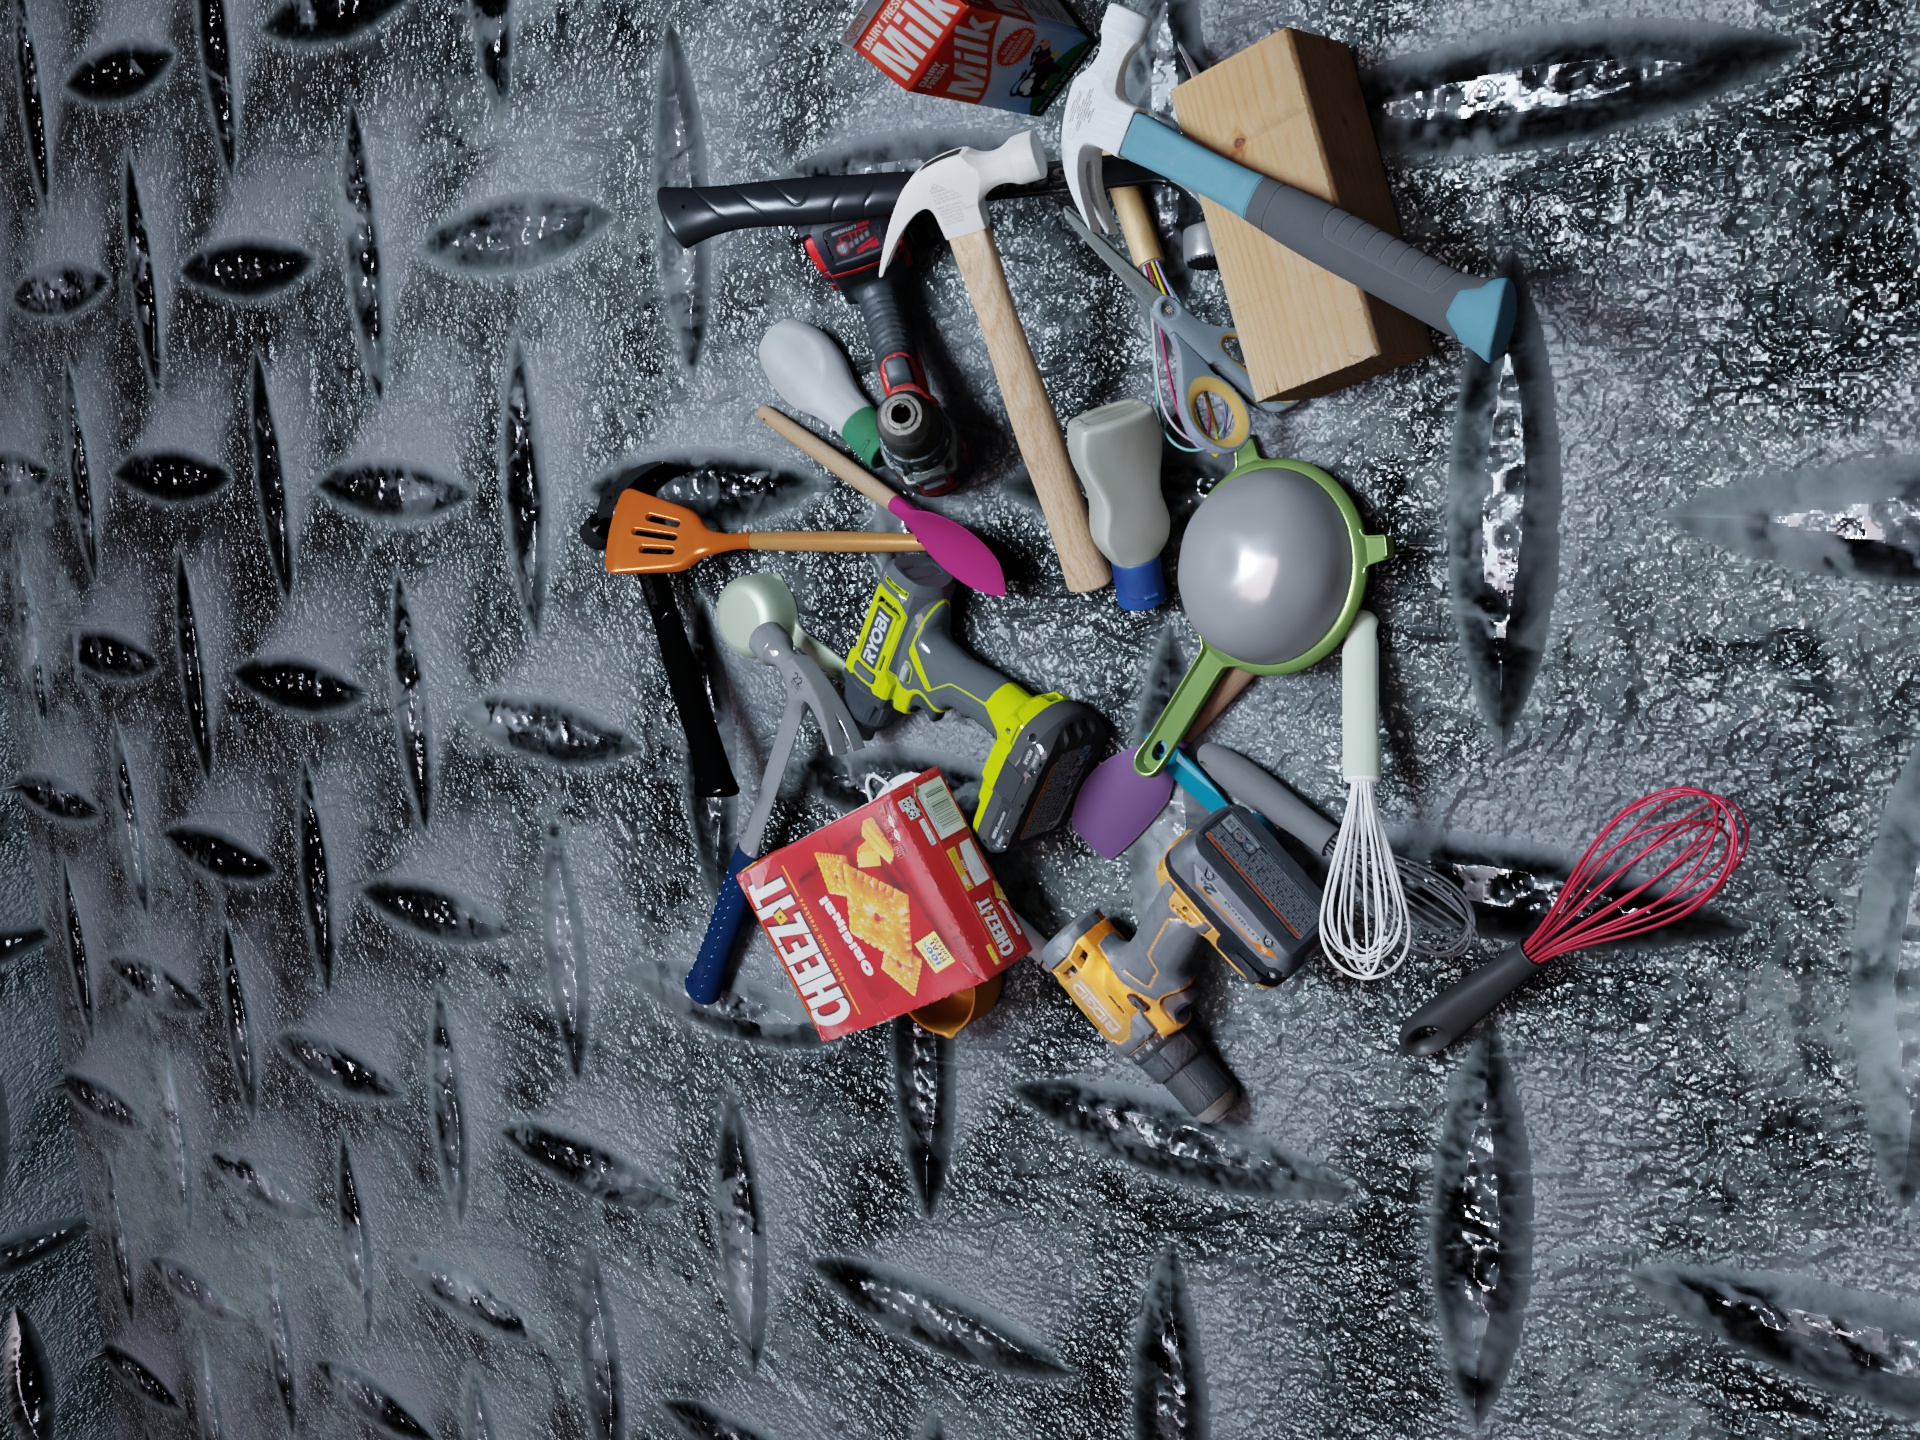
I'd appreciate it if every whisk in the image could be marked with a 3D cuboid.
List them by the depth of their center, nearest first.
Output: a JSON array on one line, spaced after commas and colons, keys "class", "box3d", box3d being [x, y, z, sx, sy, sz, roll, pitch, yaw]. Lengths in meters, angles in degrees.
[{"class": "whisk", "box3d": [0.378, 0.137, 1.013, 0.073, 0.073, 0.295, 52, 132, 17]}, {"class": "whisk", "box3d": [0.267, 0.047, 1.051, 0.059, 0.057, 0.246, 2, 80, 3]}, {"class": "whisk", "box3d": [0.257, 0.085, 1.104, 0.239, 0.055, 0.055, 38, 121, 30]}, {"class": "whisk", "box3d": [0.139, -0.298, 1.116, 0.051, 0.047, 0.245, -21, 82, 28]}]

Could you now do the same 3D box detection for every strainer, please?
[{"class": "strainer", "box3d": [0.172, -0.063, 1.101, 0.152, 0.069, 0.256, 46, 120, 34]}, {"class": "strainer", "box3d": [0.000, 0.129, 1.325, 0.259, 0.050, 0.087, 41, 108, 21]}]

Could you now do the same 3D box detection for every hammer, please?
[{"class": "hammer", "box3d": [0.190, -0.309, 0.957, 0.331, 0.033, 0.128, 39, 121, 27]}, {"class": "hammer", "box3d": [-0.017, -0.375, 1.109, 0.409, 0.036, 0.149, -1, 88, 11]}, {"class": "hammer", "box3d": [0.041, -0.235, 1.121, 0.130, 0.031, 0.331, -9, 121, 22]}, {"class": "hammer", "box3d": [-0.186, 0.113, 1.441, 0.144, 0.035, 0.405, 47, 131, 32]}, {"class": "hammer", "box3d": [-0.259, -0.080, 1.443, 0.146, 0.035, 0.335, -37, 64, 36]}]

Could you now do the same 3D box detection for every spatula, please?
[{"class": "spatula", "box3d": [0.177, -0.008, 1.162, 0.060, 0.018, 0.315, 45, 125, 8]}, {"class": "spatula", "box3d": [-0.163, -0.156, 1.361, 0.323, 0.041, 0.081, 4, 77, 28]}]

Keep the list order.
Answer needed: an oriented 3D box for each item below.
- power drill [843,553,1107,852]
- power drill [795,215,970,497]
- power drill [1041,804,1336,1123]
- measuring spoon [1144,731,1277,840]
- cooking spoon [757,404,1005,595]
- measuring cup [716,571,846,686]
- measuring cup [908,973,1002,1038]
[{"class": "power drill", "box3d": [-0.002, -0.004, 1.273, 0.223, 0.080, 0.171, 42, 128, 28]}, {"class": "power drill", "box3d": [-0.054, -0.283, 1.186, 0.080, 0.188, 0.227, -18, 86, 6]}, {"class": "power drill", "box3d": [0.175, 0.186, 1.160, 0.185, 0.084, 0.226, 49, 137, 10]}, {"class": "measuring spoon", "box3d": [0.178, 0.058, 1.163, 0.129, 0.021, 0.042, 46, 127, 10]}, {"class": "cooking spoon", "box3d": [-0.069, -0.189, 1.296, 0.319, 0.017, 0.068, 38, 156, 34]}, {"class": "measuring cup", "box3d": [-0.153, -0.070, 1.400, 0.168, 0.038, 0.083, 37, 120, 29]}, {"class": "measuring cup", "box3d": [-0.037, 0.225, 1.368, 0.173, 0.052, 0.095, -20, 87, 42]}]
